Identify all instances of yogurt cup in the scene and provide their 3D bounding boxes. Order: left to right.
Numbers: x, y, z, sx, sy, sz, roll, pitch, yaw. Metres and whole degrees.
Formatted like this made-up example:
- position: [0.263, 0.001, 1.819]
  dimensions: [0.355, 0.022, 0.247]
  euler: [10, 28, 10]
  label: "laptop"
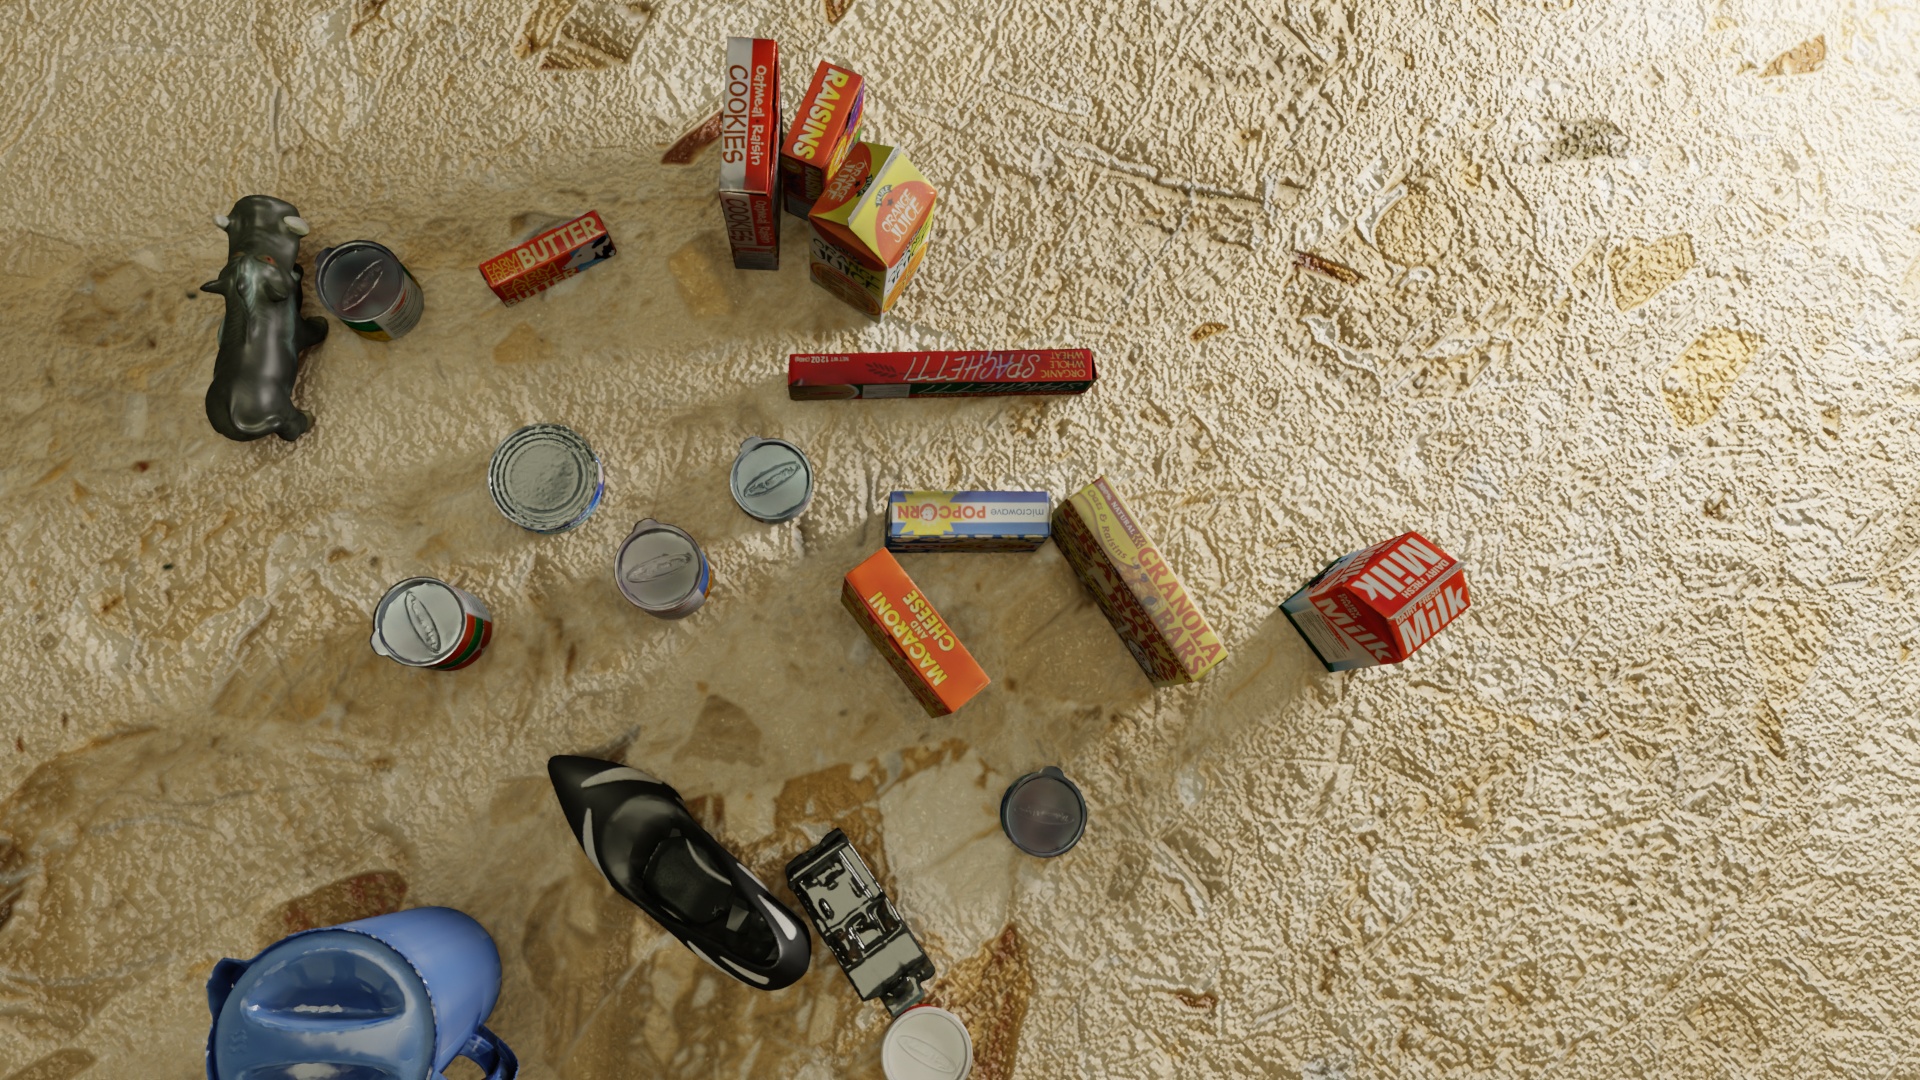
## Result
- position: [-0.027, 0.384, 1.052]
  dimensions: [0.072, 0.054, 0.072]
  euler: [1, 81, -5]
  label: "yogurt cup"

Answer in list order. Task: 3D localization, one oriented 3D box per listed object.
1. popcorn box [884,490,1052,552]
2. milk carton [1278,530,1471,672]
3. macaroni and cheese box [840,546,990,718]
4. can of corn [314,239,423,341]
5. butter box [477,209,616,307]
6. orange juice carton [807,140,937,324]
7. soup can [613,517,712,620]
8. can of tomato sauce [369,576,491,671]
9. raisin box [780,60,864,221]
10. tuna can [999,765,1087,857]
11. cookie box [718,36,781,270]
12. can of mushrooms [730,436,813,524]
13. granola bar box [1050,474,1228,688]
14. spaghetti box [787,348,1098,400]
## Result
- position: [0.004, -0.014, 1.102]
  dimensions: [0.127, 0.085, 0.038]
  euler: [0, 82, -5]
  label: "popcorn box"
- position: [0.322, 0.048, 1.069]
  dimensions: [0.072, 0.190, 0.073]
  euler: [-37, 87, -9]
  label: "milk carton"
- position: [-0.038, 0.074, 1.042]
  dimensions: [0.040, 0.166, 0.124]
  euler: [-38, 87, -9]
  label: "macaroni and cheese box"
- position: [-0.468, -0.198, 1.099]
  dimensions: [0.071, 0.058, 0.071]
  euler: [1, 81, -5]
  label: "can of corn"
- position: [-0.331, -0.227, 1.119]
  dimensions: [0.104, 0.053, 0.024]
  euler: [-29, 85, -9]
  label: "butter box"
- position: [-0.070, -0.241, 1.076]
  dimensions: [0.073, 0.192, 0.072]
  euler: [33, 80, 0]
  label: "orange juice carton"
- position: [-0.229, 0.023, 1.074]
  dimensions: [0.071, 0.083, 0.071]
  euler: [1, 81, -5]
  label: "soup can"
- position: [-0.399, 0.066, 1.051]
  dimensions: [0.071, 0.083, 0.071]
  euler: [1, 81, -5]
  label: "can of tomato sauce"
- position: [-0.111, -0.317, 1.119]
  dimensions: [0.040, 0.123, 0.086]
  euler: [23, 80, -2]
  label: "raisin box"
- position: [0.065, 0.214, 1.098]
  dimensions: [0.071, 0.032, 0.071]
  euler: [1, 81, -5]
  label: "tuna can"
- position: [-0.161, -0.298, 1.088]
  dimensions: [0.040, 0.167, 0.123]
  euler: [2, 81, -5]
  label: "cookie box"
- position: [-0.152, -0.049, 1.118]
  dimensions: [0.071, 0.033, 0.071]
  euler: [1, 81, -5]
  label: "can of mushrooms"
- position: [0.134, 0.035, 1.087]
  dimensions: [0.039, 0.124, 0.165]
  euler: [-33, 86, -9]
  label: "granola bar box"
- position: [-0.015, -0.135, 1.137]
  dimensions: [0.250, 0.050, 0.029]
  euler: [-2, 82, -6]
  label: "spaghetti box"
